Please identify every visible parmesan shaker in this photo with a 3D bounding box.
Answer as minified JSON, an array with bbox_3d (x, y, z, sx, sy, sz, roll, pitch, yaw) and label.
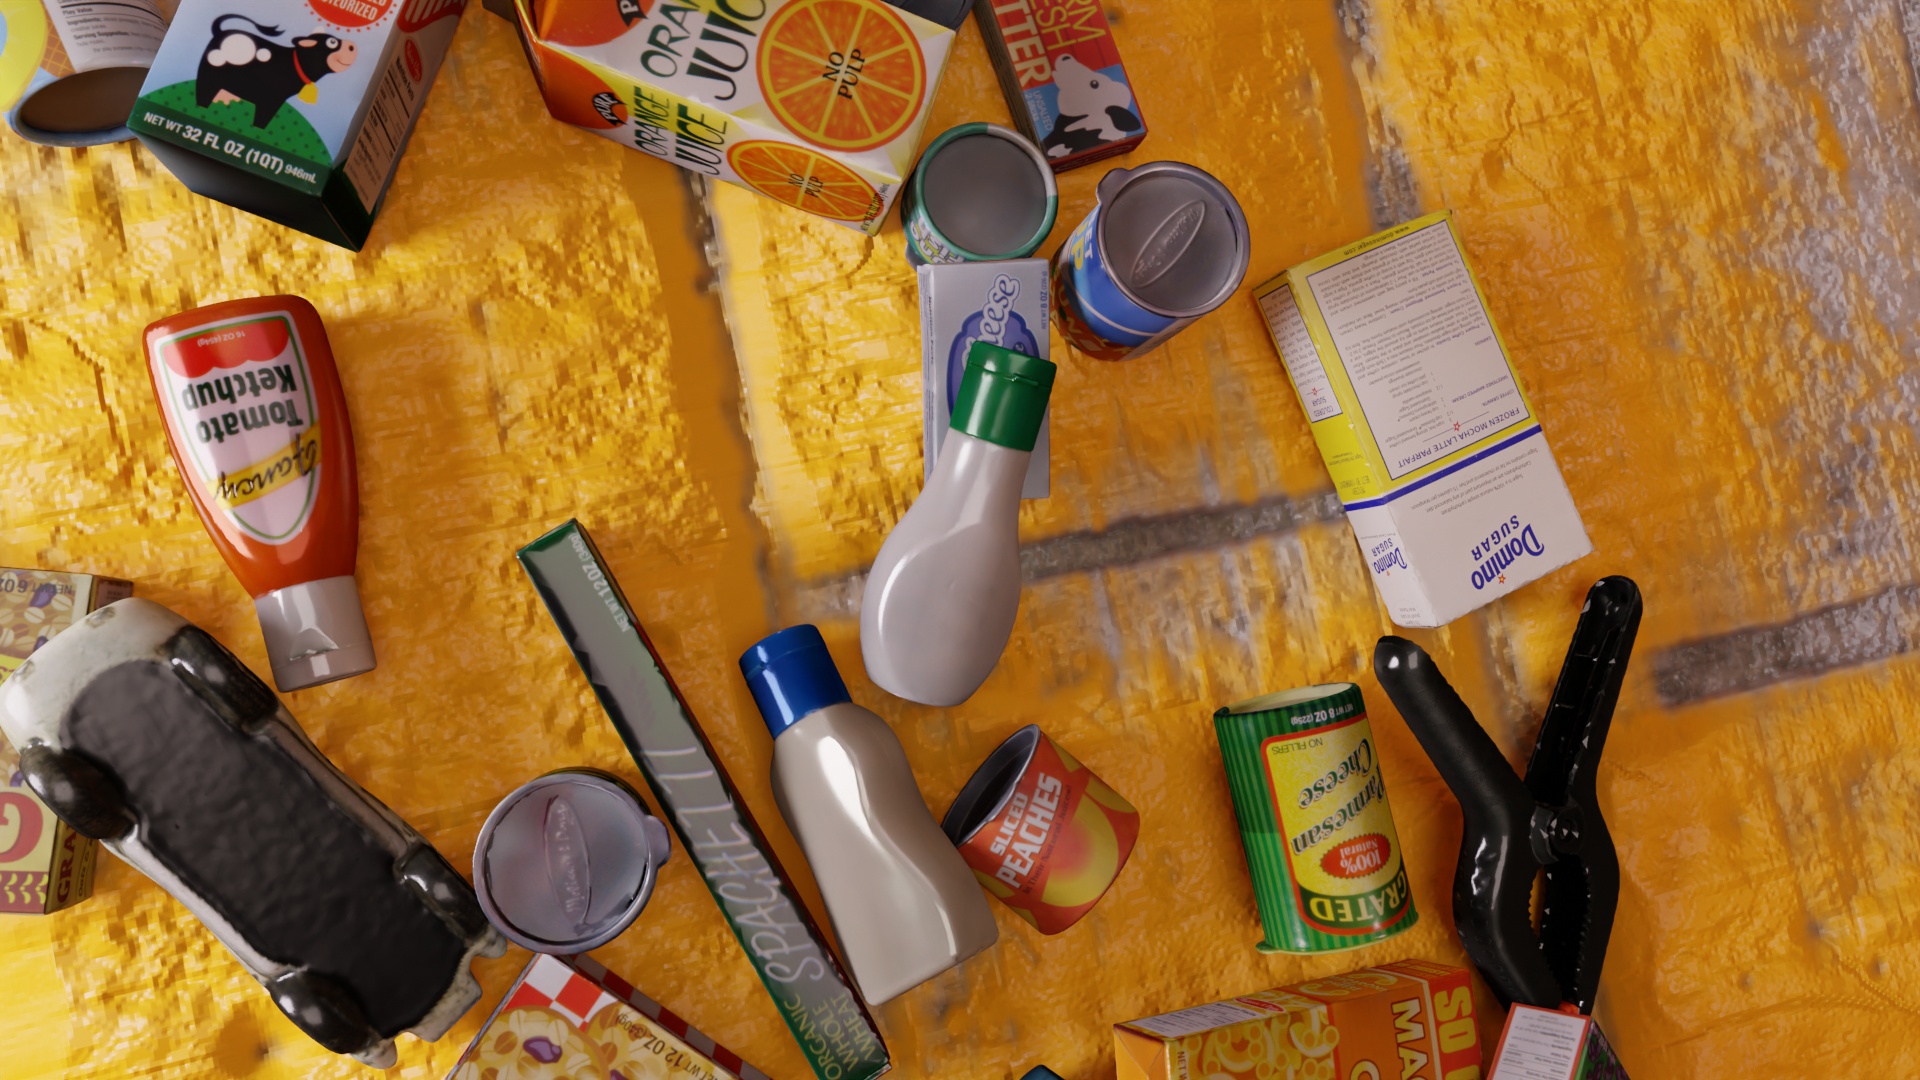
[{"bbox_3d":[0.150,0.119,0.602,0.071,0.071,0.103,-13,87,-13],"label":"parmesan shaker"}]

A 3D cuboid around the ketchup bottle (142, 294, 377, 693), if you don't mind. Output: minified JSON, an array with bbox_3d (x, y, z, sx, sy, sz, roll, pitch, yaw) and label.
[{"bbox_3d":[-0.264,-0.017,0.538,0.065,0.043,0.149,-16,88,-14],"label":"ketchup bottle"}]

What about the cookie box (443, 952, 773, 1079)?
[{"bbox_3d":[-0.159,0.259,0.532,0.123,0.040,0.168,36,78,-7],"label":"cookie box"}]

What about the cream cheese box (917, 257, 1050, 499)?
[{"bbox_3d":[0.011,-0.068,0.597,0.053,0.024,0.103,-5,105,-12],"label":"cream cheese box"}]

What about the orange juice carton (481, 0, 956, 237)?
[{"bbox_3d":[-0.108,-0.201,0.577,0.193,0.071,0.073,19,80,-10],"label":"orange juice carton"}]

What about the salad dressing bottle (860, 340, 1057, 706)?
[{"bbox_3d":[0.002,-0.007,0.574,0.064,0.044,0.147,14,98,-22],"label":"salad dressing bottle"}]

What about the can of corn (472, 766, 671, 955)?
[{"bbox_3d":[-0.148,0.121,0.540,0.071,0.058,0.071,1,84,-12],"label":"can of corn"}]

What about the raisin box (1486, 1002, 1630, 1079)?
[{"bbox_3d":[0.248,0.275,0.587,0.086,0.040,0.124,54,54,-28],"label":"raisin box"}]

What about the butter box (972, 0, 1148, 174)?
[{"bbox_3d":[0.043,-0.223,0.637,0.053,0.024,0.103,-19,88,-13],"label":"butter box"}]

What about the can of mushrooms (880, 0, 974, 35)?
[{"bbox_3d":[-0.030,-0.247,0.619,0.071,0.033,0.071,1,85,-12],"label":"can of mushrooms"}]

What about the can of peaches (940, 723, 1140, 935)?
[{"bbox_3d":[0.033,0.120,0.574,0.058,0.071,0.071,40,78,-7],"label":"can of peaches"}]

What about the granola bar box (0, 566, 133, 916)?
[{"bbox_3d":[-0.403,0.067,0.500,0.166,0.039,0.124,5,83,-12],"label":"granola bar box"}]

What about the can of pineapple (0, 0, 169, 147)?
[{"bbox_3d":[-0.339,-0.190,0.530,0.071,0.071,0.058,-25,90,-14],"label":"can of pineapple"}]

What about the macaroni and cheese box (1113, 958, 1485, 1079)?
[{"bbox_3d":[0.148,0.253,0.580,0.167,0.040,0.123,-2,84,-27],"label":"macaroni and cheese box"}]

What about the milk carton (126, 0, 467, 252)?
[{"bbox_3d":[-0.243,-0.221,0.549,0.072,0.073,0.191,20,80,-9],"label":"milk carton"}]

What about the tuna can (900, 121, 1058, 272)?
[{"bbox_3d":[0.007,-0.148,0.617,0.071,0.033,0.071,1,83,-13],"label":"tuna can"}]

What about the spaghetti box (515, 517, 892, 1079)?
[{"bbox_3d":[-0.102,0.106,0.556,0.029,0.050,0.250,-30,91,-12],"label":"spaghetti box"}]

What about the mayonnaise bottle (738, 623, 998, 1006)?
[{"bbox_3d":[-0.043,0.105,0.557,0.041,0.064,0.148,-7,64,-51],"label":"mayonnaise bottle"}]

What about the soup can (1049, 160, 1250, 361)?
[{"bbox_3d":[0.076,-0.120,0.603,0.071,0.083,0.071,1,84,-12],"label":"soup can"}]
